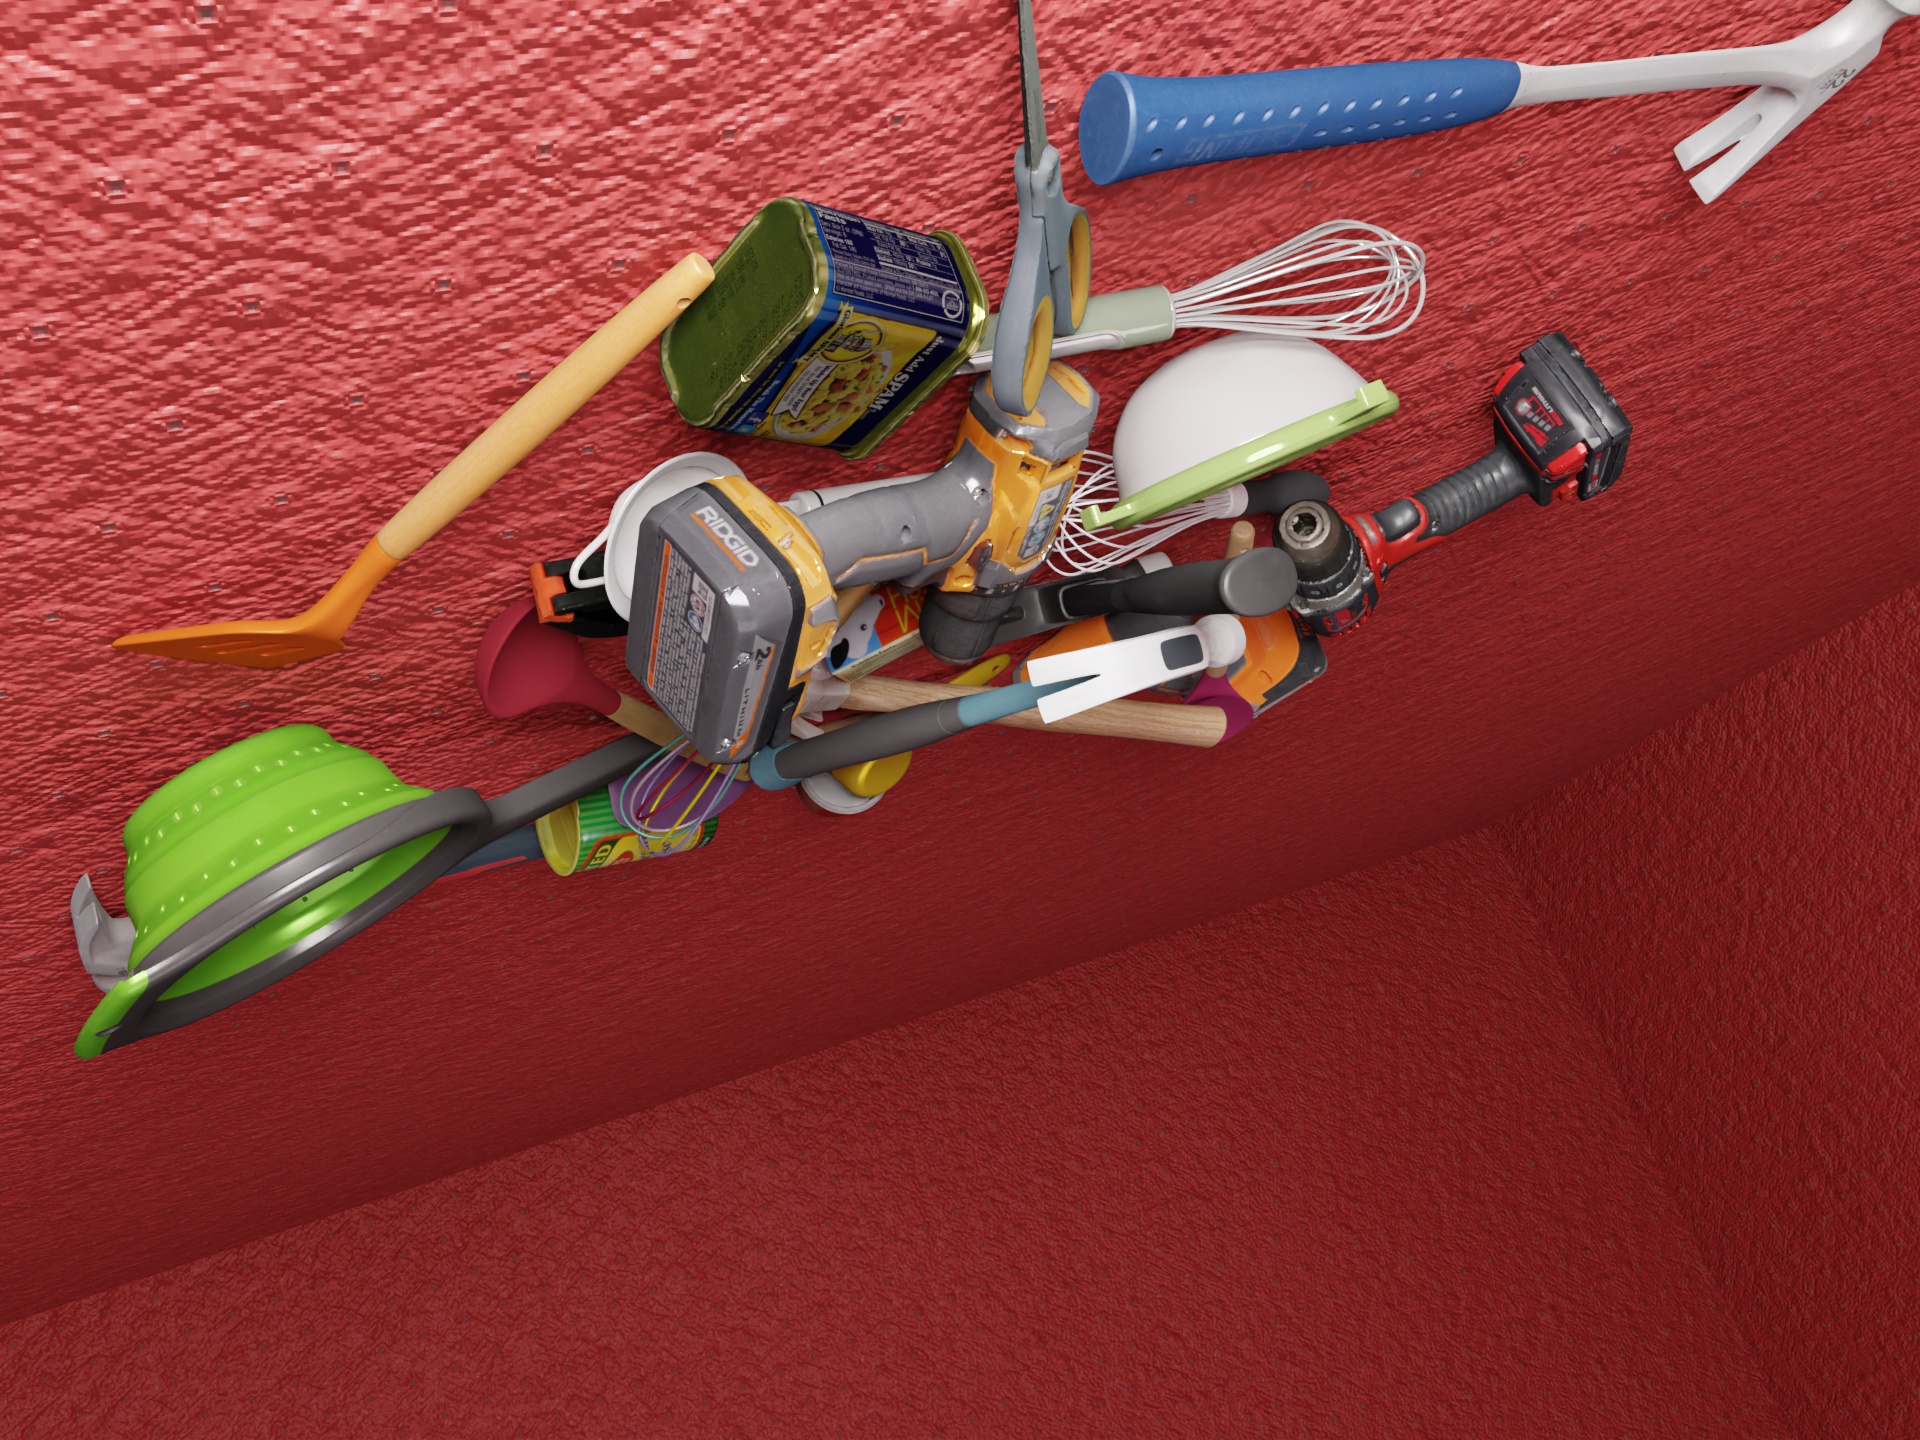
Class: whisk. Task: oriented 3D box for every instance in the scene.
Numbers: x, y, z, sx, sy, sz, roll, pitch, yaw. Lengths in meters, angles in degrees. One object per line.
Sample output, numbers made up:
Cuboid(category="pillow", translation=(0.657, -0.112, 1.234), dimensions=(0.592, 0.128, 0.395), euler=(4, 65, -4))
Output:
Cuboid(category="whisk", translation=(0.137, -0.129, 0.936), dimensions=(0.284, 0.070, 0.070), euler=(-12, 162, -45))
Cuboid(category="whisk", translation=(-0.117, -0.015, 0.906), dimensions=(0.245, 0.051, 0.047), euler=(-49, 179, 19))
Cuboid(category="whisk", translation=(0.099, -0.184, 0.717), dimensions=(0.246, 0.059, 0.058), euler=(-13, 170, -12))

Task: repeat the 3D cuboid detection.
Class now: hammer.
Cuboid(category="hammer", translation=(-0.360, 0.093, 1.037), dimensions=(0.386, 0.038, 0.143), euler=(-13, 160, -26))
Cuboid(category="hammer", translation=(-0.001, -0.003, 0.941), dimensions=(0.331, 0.033, 0.128), euler=(-16, 180, 40))
Cuboid(category="hammer", translation=(0.230, -0.259, 0.663), dimensions=(0.405, 0.035, 0.144), euler=(-15, 162, -23))
Cuboid(category="hammer", translation=(0.097, -0.069, 0.884), dimensions=(0.146, 0.035, 0.335), euler=(-15, -174, -10))
Cuboid(category="hammer", translation=(0.028, -0.008, 1.061), dimensions=(0.331, 0.031, 0.130), euler=(6, 158, -23))

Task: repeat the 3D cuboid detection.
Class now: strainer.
Cuboid(category="strainer", translation=(-0.083, -0.100, 0.767), dimensions=(0.258, 0.050, 0.086), euler=(-16, 131, -39))
Cuboid(category="strainer", translation=(0.150, -0.163, 0.832), dimensions=(0.151, 0.069, 0.256), euler=(-22, -176, 22))

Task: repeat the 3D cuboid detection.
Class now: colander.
Cuboid(category="colander", translation=(-0.307, 0.039, 0.876), dimensions=(0.397, 0.094, 0.204), euler=(-31, 175, -47))

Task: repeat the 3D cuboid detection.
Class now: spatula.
Cuboid(category="spatula", translation=(-0.221, -0.093, 0.650), dimensions=(0.322, 0.041, 0.081), euler=(-34, 160, 23))
Cuboid(category="spatula", translation=(-0.100, 0.015, 1.100), dimensions=(0.316, 0.059, 0.018), euler=(-17, -170, -36))

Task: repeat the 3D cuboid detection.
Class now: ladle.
Cuboid(category="ladle", translation=(-0.185, -0.004, 0.905), dimensions=(0.069, 0.031, 0.315), euler=(-60, 158, -5))

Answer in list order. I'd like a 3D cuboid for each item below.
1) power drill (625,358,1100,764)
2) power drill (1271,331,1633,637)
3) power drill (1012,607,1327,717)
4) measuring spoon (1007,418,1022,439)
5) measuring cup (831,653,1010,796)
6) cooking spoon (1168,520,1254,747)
Cuboid(category="power drill", translation=(-0.043, -0.063, 0.751), dimensions=(0.226, 0.084, 0.185), euler=(-30, 156, -33))
Cuboid(category="power drill", translation=(0.294, -0.141, 0.991), dimensions=(0.226, 0.080, 0.187), euler=(-33, 162, 11))
Cuboid(category="power drill", translation=(0.168, -0.054, 1.165), dimensions=(0.226, 0.084, 0.164), euler=(0, 152, -44))
Cuboid(category="measuring spoon", translation=(0.031, -0.137, 0.818), dimensions=(0.021, 0.011, 0.116), euler=(-41, 169, -27))
Cuboid(category="measuring cup", translation=(-0.020, 0.002, 1.121), dimensions=(0.156, 0.029, 0.062), euler=(-33, 147, -17))
Cuboid(category="cooking spoon", translation=(0.174, -0.047, 1.067), dimensions=(0.069, 0.017, 0.318), euler=(-8, 156, 0))
